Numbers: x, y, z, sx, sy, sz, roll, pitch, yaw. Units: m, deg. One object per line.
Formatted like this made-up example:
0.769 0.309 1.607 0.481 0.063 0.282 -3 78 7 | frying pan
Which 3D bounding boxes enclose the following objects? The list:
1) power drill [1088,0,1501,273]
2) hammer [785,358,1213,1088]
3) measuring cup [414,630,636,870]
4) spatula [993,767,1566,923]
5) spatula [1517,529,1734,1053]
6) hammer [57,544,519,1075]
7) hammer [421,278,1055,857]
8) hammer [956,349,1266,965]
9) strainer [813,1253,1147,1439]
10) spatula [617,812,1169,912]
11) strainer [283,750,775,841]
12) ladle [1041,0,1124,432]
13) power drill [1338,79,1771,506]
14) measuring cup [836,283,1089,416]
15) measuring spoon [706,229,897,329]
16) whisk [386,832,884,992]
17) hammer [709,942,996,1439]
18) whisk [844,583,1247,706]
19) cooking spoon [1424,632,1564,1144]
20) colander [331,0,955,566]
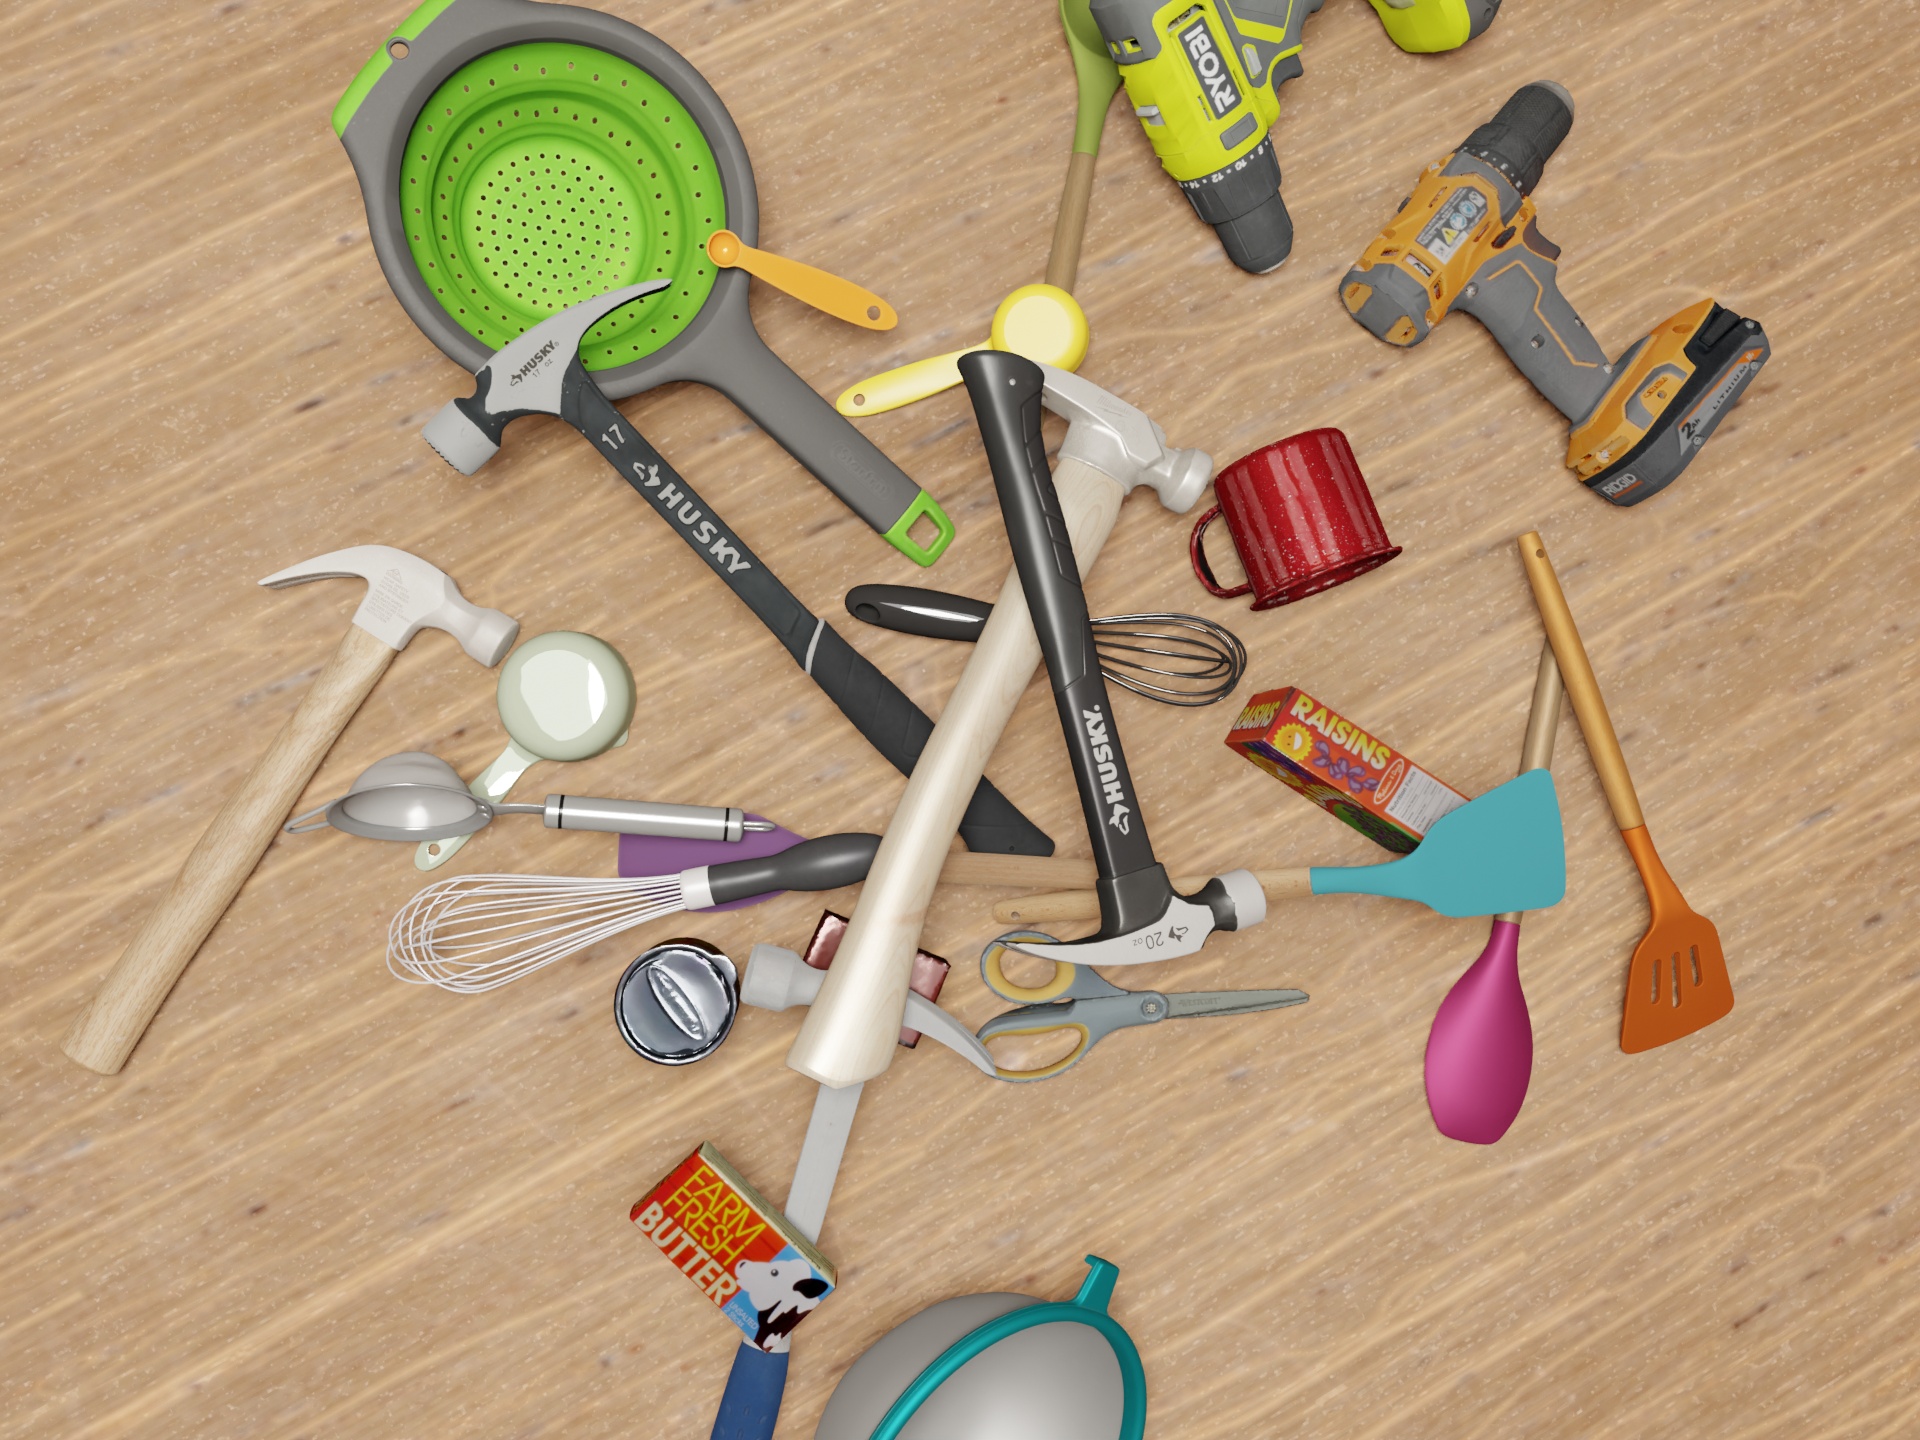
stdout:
0.204 -0.396 0.933 0.228 0.080 0.190 -39 119 -8 | power drill
-0.001 -0.003 0.859 0.146 0.038 0.411 27 75 -9 | hammer
-0.254 0.020 0.898 0.083 0.038 0.167 40 85 -2 | measuring cup
0.172 0.089 0.892 0.317 0.044 0.082 -8 110 18 | spatula
0.390 0.041 0.956 0.081 0.041 0.322 -19 89 -10 | spatula
-0.393 0.047 0.887 0.130 0.031 0.331 33 84 -3 | hammer
-0.091 -0.059 0.875 0.149 0.036 0.408 -45 106 -2 | hammer
0.053 -0.033 0.839 0.146 0.035 0.335 -15 89 -20 | hammer
-0.058 0.408 0.821 0.340 0.095 0.210 -20 116 -31 | strainer
-0.041 0.084 0.901 0.316 0.018 0.060 2 88 6 | spatula
-0.231 0.048 0.872 0.258 0.086 0.050 5 66 -10 | strainer
0.072 -0.312 0.943 0.078 0.062 0.320 12 88 -13 | ladle
0.368 -0.262 0.959 0.226 0.084 0.185 39 82 2 | power drill
-0.001 -0.209 0.927 0.156 0.029 0.062 -18 91 6 | measuring cup
-0.087 -0.241 0.879 0.116 0.011 0.021 17 92 -27 | measuring spoon
-0.177 0.098 0.879 0.284 0.070 0.070 -11 88 -1 | whisk
-0.097 0.332 0.867 0.144 0.035 0.405 16 93 -3 | hammer
0.050 -0.049 0.932 0.239 0.055 0.055 10 86 0 | whisk
0.335 0.096 0.961 0.068 0.017 0.319 12 85 -8 | cooking spoon
-0.163 -0.227 0.908 0.396 0.094 0.204 41 83 -20 | colander
